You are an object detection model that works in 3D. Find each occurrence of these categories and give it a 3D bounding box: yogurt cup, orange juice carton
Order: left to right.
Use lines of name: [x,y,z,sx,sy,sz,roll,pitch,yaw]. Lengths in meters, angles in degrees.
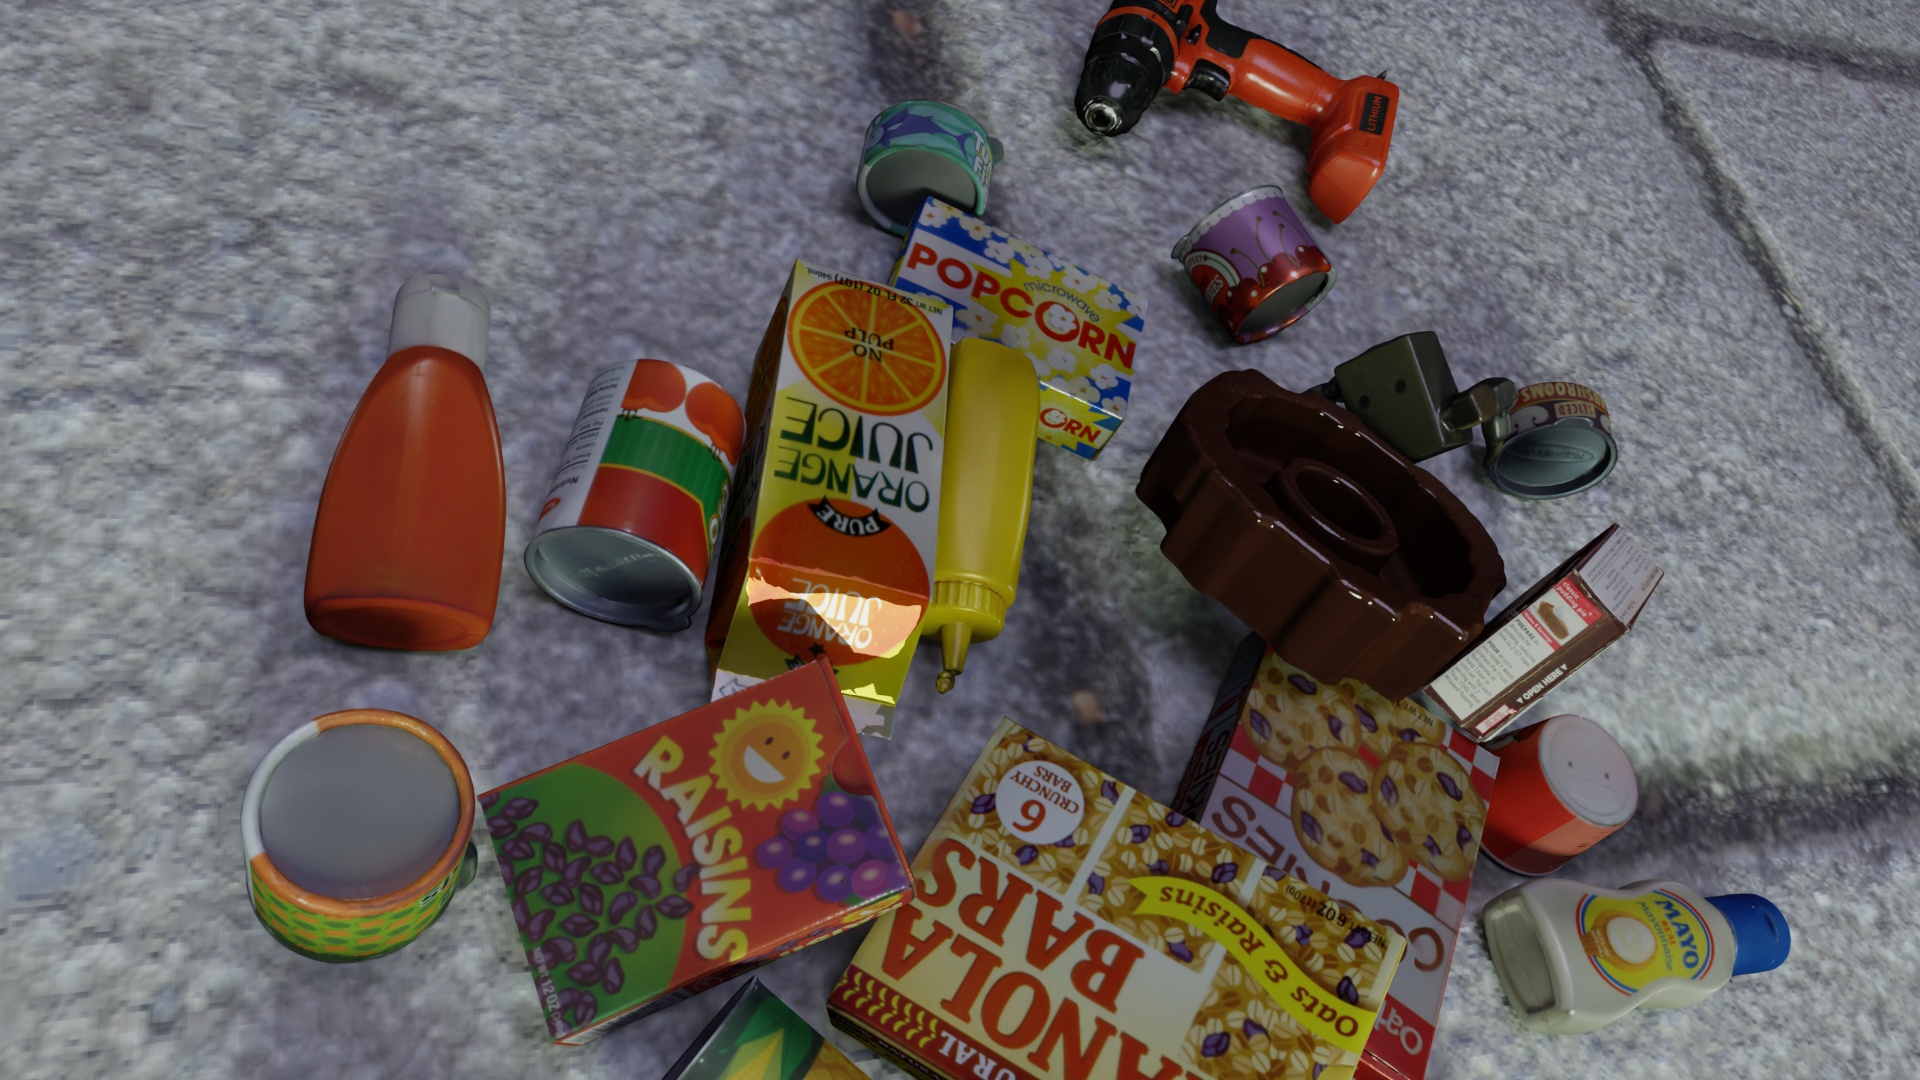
orange juice carton: [-0.053,-0.013,0.562,0.072,0.072,0.193,15,56,-17]
yogurt cup: [0.273,0.115,0.645,0.072,0.053,0.073,11,57,-18]

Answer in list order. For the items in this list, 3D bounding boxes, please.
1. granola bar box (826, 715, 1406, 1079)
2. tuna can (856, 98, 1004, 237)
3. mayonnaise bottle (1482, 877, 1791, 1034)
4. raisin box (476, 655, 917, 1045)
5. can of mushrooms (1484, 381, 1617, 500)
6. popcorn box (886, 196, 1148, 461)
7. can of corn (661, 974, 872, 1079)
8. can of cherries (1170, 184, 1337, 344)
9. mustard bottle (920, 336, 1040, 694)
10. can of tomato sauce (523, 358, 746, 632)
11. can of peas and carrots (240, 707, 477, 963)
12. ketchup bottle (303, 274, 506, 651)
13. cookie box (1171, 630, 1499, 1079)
granola bar box: [0.055,0.155,0.489,0.166,0.039,0.125,27,61,13]
tuna can: [-0.015,-0.182,0.688,0.071,0.070,0.033,18,56,-14]
mayonnaise bottle: [0.309,0.182,0.627,0.148,0.041,0.065,2,58,-23]
raisin box: [-0.087,0.103,0.467,0.123,0.040,0.086,-21,68,-10]
can of mushrooms: [0.326,-0.056,0.767,0.071,0.070,0.033,18,53,-14]
popcorn box: [0.024,-0.103,0.676,0.127,0.038,0.085,23,53,-10]
can of corn: [-0.066,0.184,0.435,0.058,0.070,0.071,40,52,2]
can of cherries: [0.158,-0.147,0.751,0.072,0.071,0.058,-18,70,-33]
mustard bottle: [0.002,-0.007,0.593,0.049,0.065,0.161,14,61,-17]
can of tomato sauce: [-0.122,-0.017,0.538,0.071,0.070,0.083,19,54,-14]
can of peas and carrots: [-0.188,0.094,0.440,0.071,0.058,0.071,12,57,-18]
ketchup bottle: [-0.202,-0.033,0.523,0.065,0.043,0.149,8,57,-21]
cookie box: [0.153,0.129,0.589,0.123,0.040,0.168,34,52,-2]
